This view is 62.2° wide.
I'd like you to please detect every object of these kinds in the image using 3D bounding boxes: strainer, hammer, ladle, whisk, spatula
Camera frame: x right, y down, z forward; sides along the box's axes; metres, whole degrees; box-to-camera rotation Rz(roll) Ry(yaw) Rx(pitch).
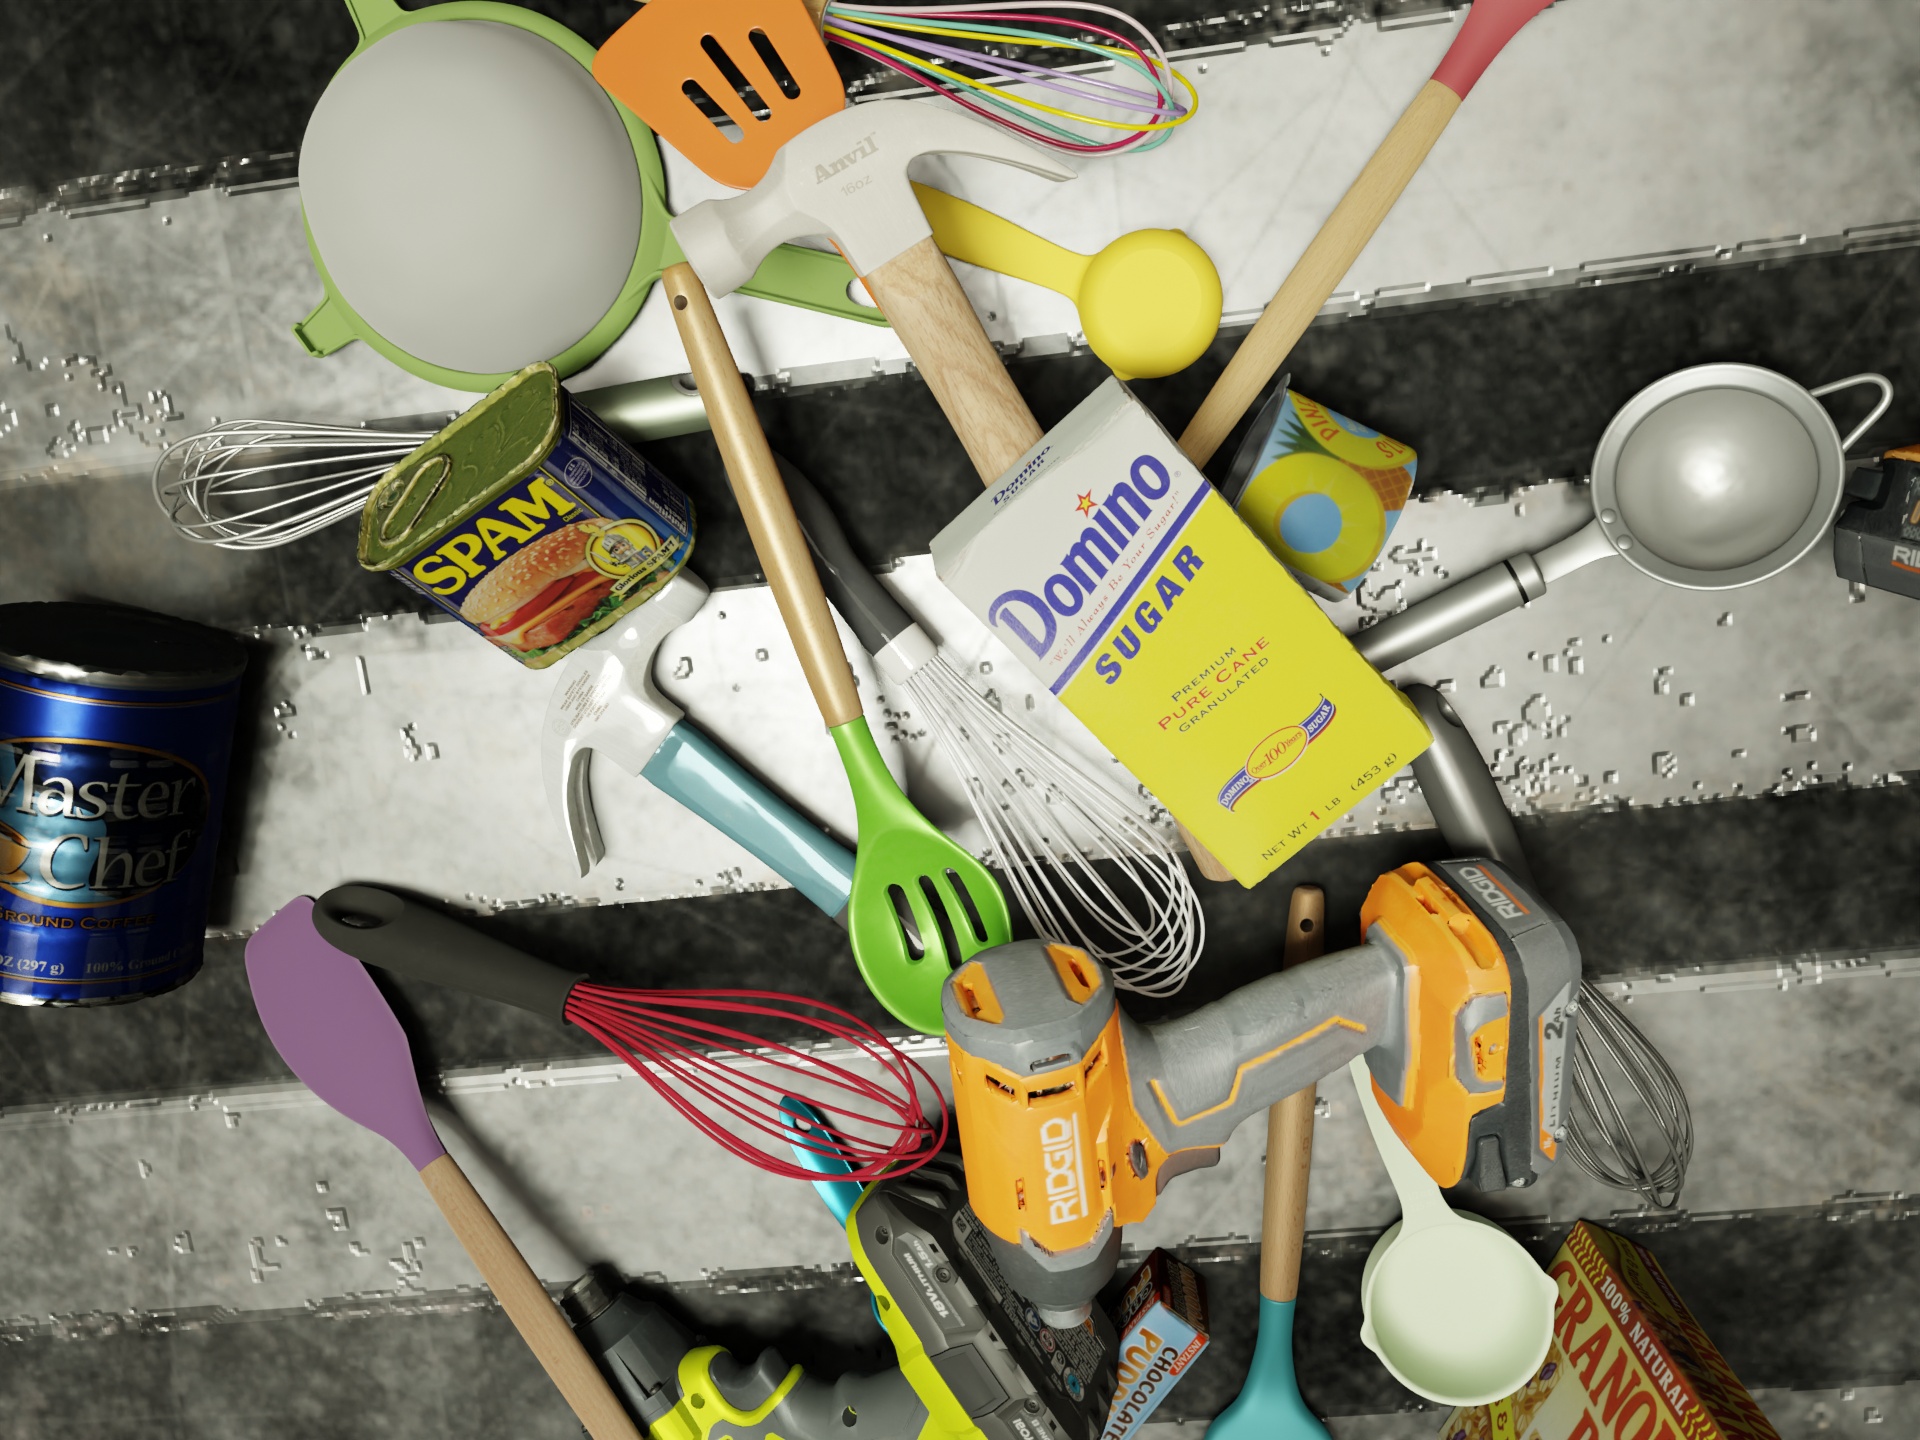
[{"bbox_3d":[0.227,-0.060,0.620,0.258,0.050,0.087,-27,74,15],"label":"strainer"},{"bbox_3d":[-0.034,0.080,0.671,0.331,0.033,0.128,38,101,-3],"label":"hammer"},{"bbox_3d":[-0.143,-0.190,0.609,0.256,0.069,0.151,14,102,3],"label":"strainer"},{"bbox_3d":[0.166,-0.216,0.602,0.069,0.031,0.315,34,103,-3],"label":"ladle"},{"bbox_3d":[-0.029,-0.262,0.605,0.245,0.051,0.047,17,81,5],"label":"whisk"},{"bbox_3d":[-0.002,-0.002,0.642,0.070,0.070,0.284,-40,91,11],"label":"whisk"},{"bbox_3d":[-0.144,0.123,0.663,0.296,0.073,0.073,17,102,13],"label":"whisk"},{"bbox_3d":[0.140,0.227,0.681,0.082,0.044,0.317,3,100,8],"label":"spatula"},{"bbox_3d":[0.236,0.092,0.647,0.055,0.055,0.239,-26,93,9],"label":"whisk"},{"bbox_3d":[-0.215,0.214,0.688,0.060,0.018,0.316,-40,81,12],"label":"spatula"},{"bbox_3d":[-0.208,-0.110,0.647,0.246,0.058,0.059,-10,135,4],"label":"whisk"},{"bbox_3d":[-0.010,-0.140,0.610,0.081,0.041,0.322,-38,108,1],"label":"spatula"},{"bbox_3d":[0.037,-0.075,0.600,0.130,0.031,0.331,-31,110,3],"label":"hammer"}]

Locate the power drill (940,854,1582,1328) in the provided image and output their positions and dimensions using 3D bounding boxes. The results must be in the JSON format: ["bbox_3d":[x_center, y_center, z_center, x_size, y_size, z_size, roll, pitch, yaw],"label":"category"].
[{"bbox_3d":[0.111,0.146,0.604,0.226,0.084,0.164,-11,117,-9],"label":"power drill"}]

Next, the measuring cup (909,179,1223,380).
[{"bbox_3d":[0.028,-0.180,0.616,0.156,0.029,0.062,21,102,-1],"label":"measuring cup"}]

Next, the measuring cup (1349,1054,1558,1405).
[{"bbox_3d":[0.195,0.203,0.681,0.083,0.038,0.168,-18,83,6],"label":"measuring cup"}]

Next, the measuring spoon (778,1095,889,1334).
[{"bbox_3d":[-0.041,0.220,0.711,0.042,0.021,0.128,-34,88,19],"label":"measuring spoon"}]

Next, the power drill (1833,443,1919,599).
[{"bbox_3d":[0.377,-0.145,0.531,0.185,0.084,0.226,5,106,-38],"label":"power drill"}]

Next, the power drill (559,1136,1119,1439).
[{"bbox_3d":[-0.061,0.278,0.676,0.223,0.080,0.171,-35,89,23],"label":"power drill"}]

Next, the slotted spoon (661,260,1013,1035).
[{"bbox_3d":[-0.051,-0.025,0.617,0.070,0.031,0.313,-17,100,21],"label":"slotted spoon"}]
